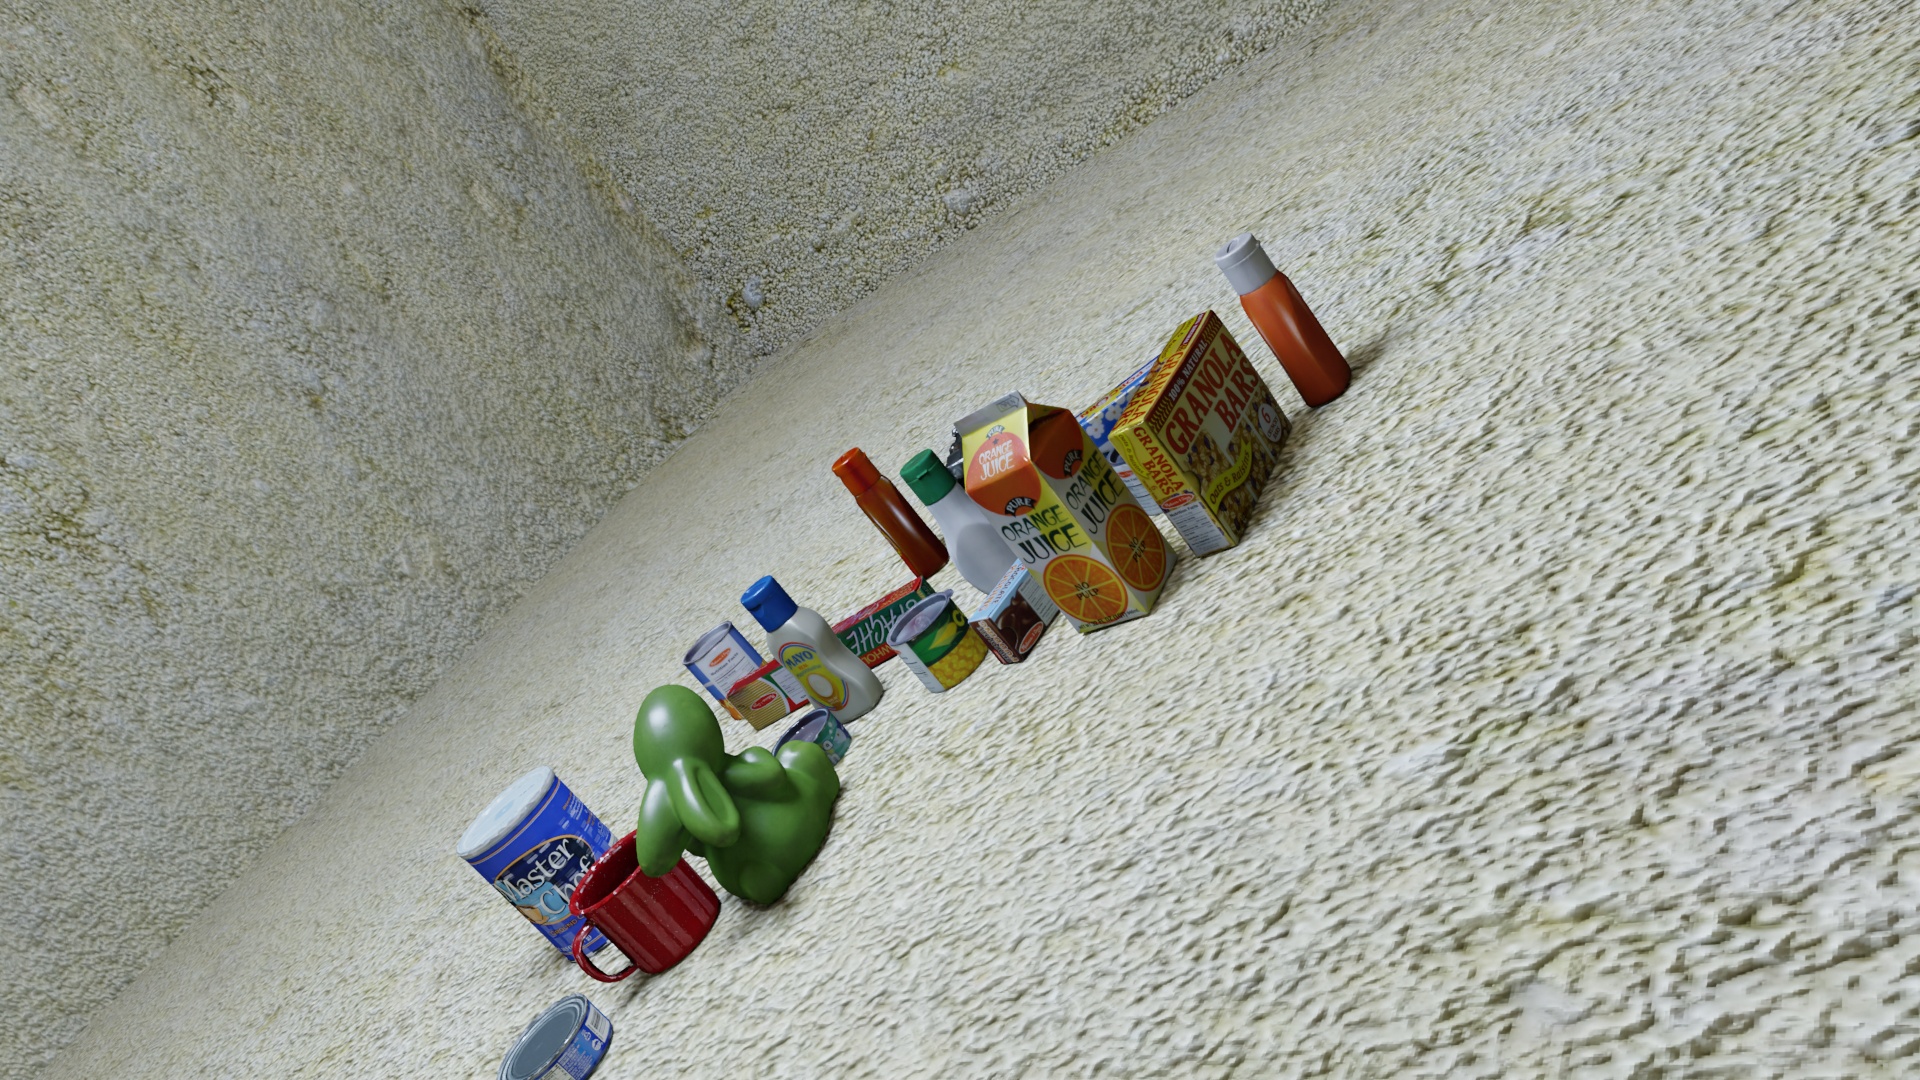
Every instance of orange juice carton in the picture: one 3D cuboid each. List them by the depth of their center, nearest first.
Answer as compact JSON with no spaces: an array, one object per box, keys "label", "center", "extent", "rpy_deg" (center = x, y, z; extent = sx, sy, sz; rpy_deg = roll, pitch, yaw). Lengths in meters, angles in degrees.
[{"label":"orange juice carton","center":[0.074,-0.027,1.048],"extent":[0.071,0.192,0.073],"rpy_deg":[-22,23,43]}]

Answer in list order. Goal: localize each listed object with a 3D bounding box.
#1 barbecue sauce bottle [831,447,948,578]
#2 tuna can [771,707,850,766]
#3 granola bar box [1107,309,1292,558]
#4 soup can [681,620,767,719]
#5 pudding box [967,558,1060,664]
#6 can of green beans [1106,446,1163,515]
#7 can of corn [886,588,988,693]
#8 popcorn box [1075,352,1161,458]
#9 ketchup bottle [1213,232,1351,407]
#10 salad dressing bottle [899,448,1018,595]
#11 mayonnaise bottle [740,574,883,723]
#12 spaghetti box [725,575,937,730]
[{"label":"barbecue sauce bottle","center":[-0.073,-0.029,1.427],"extent":[0.043,0.148,0.065],"rpy_deg":[-38,17,2]},{"label":"tuna can","center":[-0.129,0.180,1.206],"extent":[0.071,0.032,0.071],"rpy_deg":[-35,17,13]},{"label":"granola bar box","center":[0.191,-0.085,1.077],"extent":[0.039,0.124,0.166],"rpy_deg":[-23,23,42]},{"label":"soup can","center":[-0.240,0.136,1.456],"extent":[0.071,0.083,0.071],"rpy_deg":[-35,17,13]},{"label":"pudding box","center":[0.049,0.055,1.134],"extent":[0.030,0.049,0.084],"rpy_deg":[-17,27,50]},{"label":"can of green beans","center":[0.167,-0.064,1.181],"extent":[0.071,0.057,0.071],"rpy_deg":[-35,17,13]},{"label":"can of corn","center":[-0.017,0.085,1.177],"extent":[0.071,0.058,0.071],"rpy_deg":[-35,17,13]},{"label":"popcorn box","center":[0.176,-0.110,1.235],"extent":[0.126,0.085,0.038],"rpy_deg":[-37,17,6]},{"label":"ketchup bottle","center":[0.263,-0.182,1.134],"extent":[0.043,0.148,0.065],"rpy_deg":[-29,20,31]},{"label":"salad dressing bottle","center":[0.004,-0.016,1.237],"extent":[0.064,0.147,0.044],"rpy_deg":[-37,17,7]},{"label":"mayonnaise bottle","center":[-0.136,0.097,1.235],"extent":[0.064,0.148,0.041],"rpy_deg":[-28,20,33]},{"label":"spaghetti box","center":[-0.118,0.110,1.331],"extent":[0.249,0.050,0.029],"rpy_deg":[-30,19,26]}]
